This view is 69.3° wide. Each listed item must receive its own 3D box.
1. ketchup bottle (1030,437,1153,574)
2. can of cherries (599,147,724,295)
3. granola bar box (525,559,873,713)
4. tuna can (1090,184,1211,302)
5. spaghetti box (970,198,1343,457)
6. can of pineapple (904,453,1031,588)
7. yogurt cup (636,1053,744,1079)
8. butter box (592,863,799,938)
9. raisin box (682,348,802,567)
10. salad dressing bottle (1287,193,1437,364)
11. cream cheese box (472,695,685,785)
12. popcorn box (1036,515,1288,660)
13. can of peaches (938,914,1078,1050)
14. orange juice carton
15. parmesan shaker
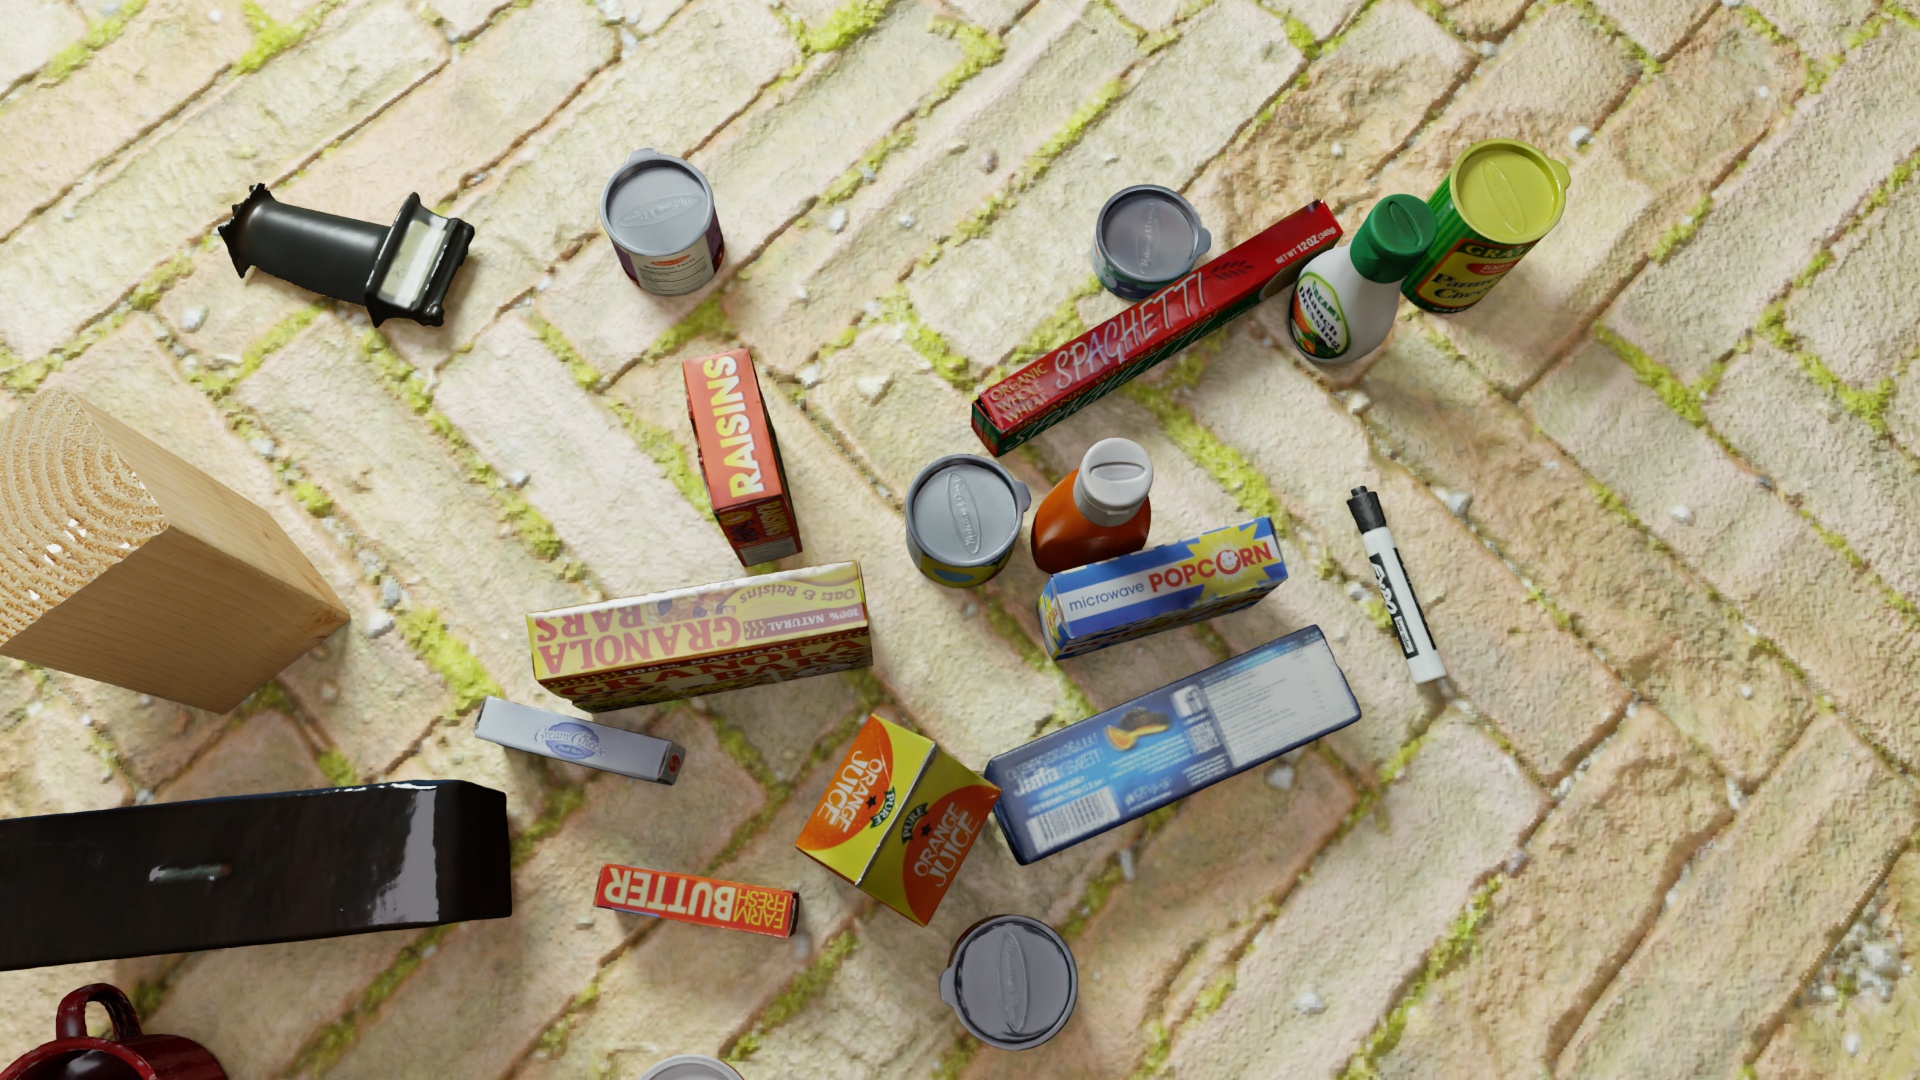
[{"bbox_3d":[0.075,-0.015,0.753,0.065,0.148,0.043,-2,76,-3],"label":"ketchup bottle"},{"bbox_3d":[-0.178,-0.191,0.835,0.071,0.058,0.071,1,75,-2],"label":"can of cherries"},{"bbox_3d":[-0.130,0.054,0.738,0.166,0.124,0.039,-9,76,-5],"label":"granola bar box"},{"bbox_3d":[0.117,-0.183,0.858,0.071,0.032,0.071,1,75,-2],"label":"tuna can"},{"bbox_3d":[0.117,-0.127,0.835,0.250,0.050,0.029,-31,79,-10],"label":"spaghetti box"},{"bbox_3d":[0.003,-0.010,0.795,0.071,0.057,0.071,1,75,-2],"label":"can of pineapple"},{"bbox_3d":[-0.136,0.296,0.710,0.072,0.054,0.072,1,75,-2],"label":"yogurt cup"},{"bbox_3d":[-0.138,0.191,0.739,0.103,0.053,0.024,9,76,0],"label":"butter box"},{"bbox_3d":[-0.119,-0.043,0.765,0.040,0.123,0.086,-13,77,-5],"label":"raisin box"},{"bbox_3d":[0.229,-0.148,0.795,0.044,0.147,0.064,-26,78,-8],"label":"salad dressing bottle"},{"bbox_3d":[-0.206,0.110,0.757,0.104,0.053,0.024,13,76,1],"label":"cream cheese box"},{"bbox_3d":[0.109,0.028,0.775,0.127,0.085,0.038,-15,77,-6],"label":"popcorn box"},{"bbox_3d":[0.023,0.231,0.732,0.071,0.058,0.071,1,75,-2],"label":"can of peaches"},{"bbox_3d":[-0.031,0.140,0.685,0.073,0.192,0.072,30,77,5],"label":"orange juice carton"},{"bbox_3d":[0.309,-0.186,0.831,0.071,0.103,0.071,1,76,-2],"label":"parmesan shaker"}]
